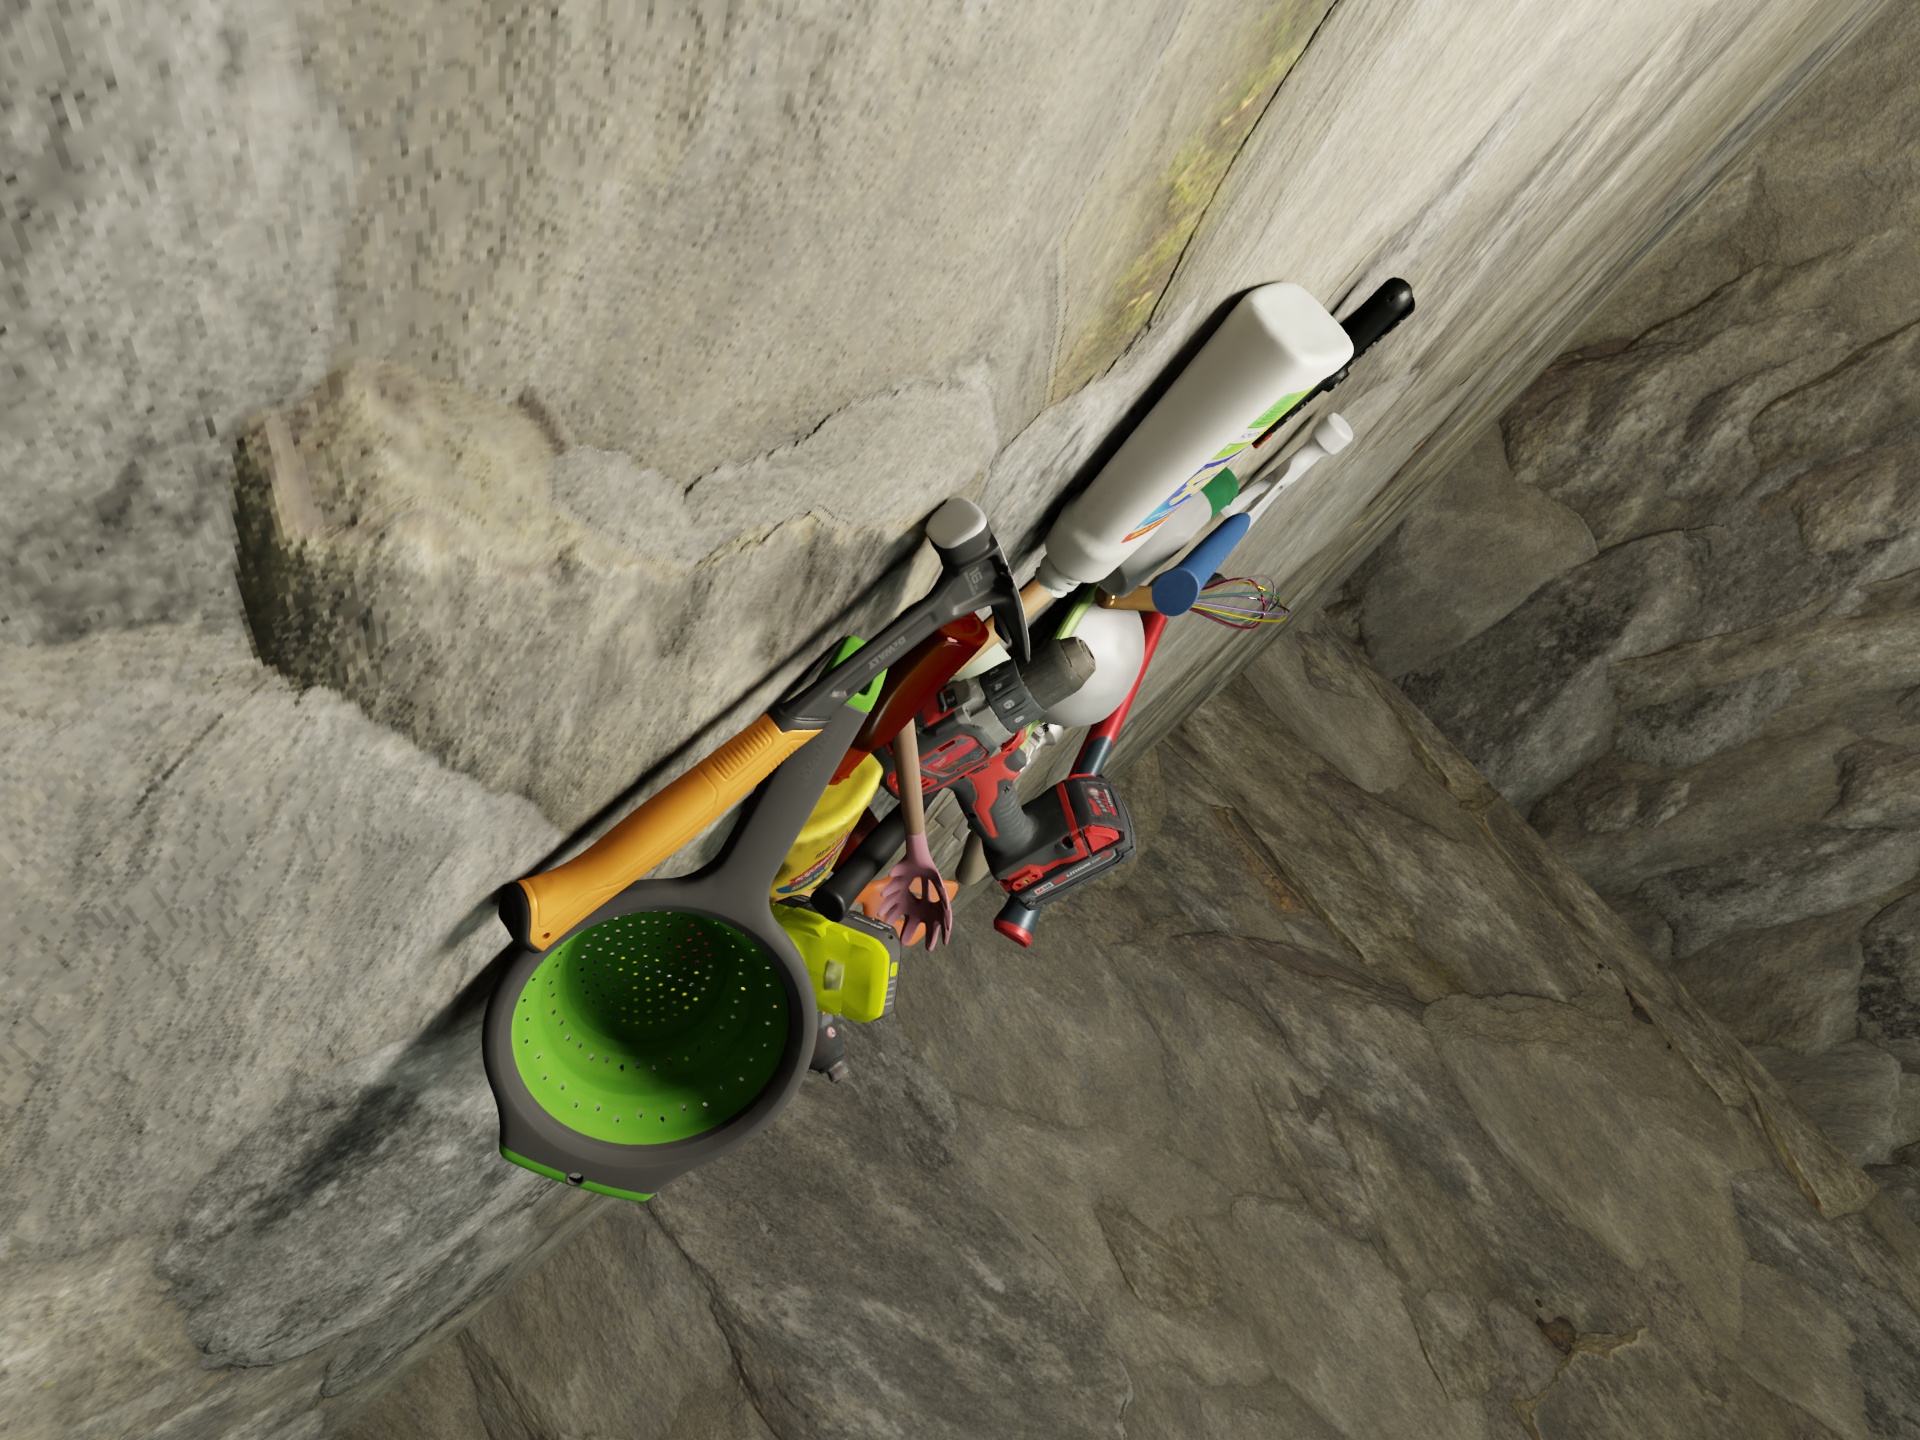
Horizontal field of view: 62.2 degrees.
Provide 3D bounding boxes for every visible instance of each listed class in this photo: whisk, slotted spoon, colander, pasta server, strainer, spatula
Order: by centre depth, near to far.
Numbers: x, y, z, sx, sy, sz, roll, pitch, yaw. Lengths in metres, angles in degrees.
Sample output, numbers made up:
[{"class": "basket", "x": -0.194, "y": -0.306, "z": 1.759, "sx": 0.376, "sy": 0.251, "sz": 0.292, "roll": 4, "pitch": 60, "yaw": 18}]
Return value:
[{"class": "colander", "x": -0.159, "y": 0.111, "z": 1.005, "sx": 0.397, "sy": 0.204, "sz": 0.095, "roll": -60, "pitch": -158, "yaw": 11}, {"class": "pasta server", "x": -0.038, "y": 0.070, "z": 1.181, "sx": 0.316, "sy": 0.060, "sz": 0.040, "roll": 86, "pitch": 19, "yaw": -50}, {"class": "slotted spoon", "x": 0.099, "y": -0.130, "z": 1.186, "sx": 0.314, "sy": 0.031, "sz": 0.070, "roll": -40, "pitch": 171, "yaw": 0}, {"class": "strainer", "x": 0.093, "y": -0.004, "z": 1.370, "sx": 0.256, "sy": 0.069, "sz": 0.151, "roll": -60, "pitch": 168, "yaw": -12}, {"class": "whisk", "x": 0.202, "y": -0.105, "z": 1.381, "sx": 0.244, "sy": 0.047, "sz": 0.051, "roll": -1, "pitch": 165, "yaw": -42}, {"class": "spatula", "x": -0.112, "y": 0.162, "z": 1.392, "sx": 0.081, "sy": 0.041, "sz": 0.322, "roll": -53, "pitch": 154, "yaw": 15}]

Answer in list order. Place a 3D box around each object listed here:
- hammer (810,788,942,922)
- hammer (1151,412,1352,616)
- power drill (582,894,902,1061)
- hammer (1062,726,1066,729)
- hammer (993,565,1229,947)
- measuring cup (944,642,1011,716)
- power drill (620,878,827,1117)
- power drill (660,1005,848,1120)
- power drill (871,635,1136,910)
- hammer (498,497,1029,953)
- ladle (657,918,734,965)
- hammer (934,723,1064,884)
[{"class": "hammer", "x": -0.032, "y": 0.064, "z": 1.343, "sx": 0.146, "sy": 0.035, "sz": 0.335, "roll": -50, "pitch": 179, "yaw": 38}, {"class": "hammer", "x": 0.241, "y": -0.169, "z": 1.383, "sx": 0.144, "sy": 0.035, "sz": 0.405, "roll": -42, "pitch": -179, "yaw": 33}, {"class": "power drill", "x": -0.147, "y": 0.203, "z": 1.193, "sx": 0.223, "sy": 0.171, "sz": 0.080, "roll": -13, "pitch": 114, "yaw": -59}, {"class": "hammer", "x": 0.073, "y": 0.006, "z": 1.678, "sx": 0.128, "sy": 0.033, "sz": 0.331, "roll": -52, "pitch": 170, "yaw": 13}, {"class": "hammer", "x": 0.129, "y": 0.025, "z": 1.433, "sx": 0.143, "sy": 0.038, "sz": 0.386, "roll": -22, "pitch": -142, "yaw": 61}, {"class": "measuring cup", "x": -0.002, "y": -0.004, "z": 1.307, "sx": 0.083, "sy": 0.038, "sz": 0.167, "roll": -36, "pitch": 170, "yaw": -33}, {"class": "power drill", "x": -0.199, "y": 0.263, "z": 1.452, "sx": 0.228, "sy": 0.080, "sz": 0.190, "roll": -33, "pitch": 142, "yaw": -40}, {"class": "power drill", "x": -0.213, "y": 0.325, "z": 1.581, "sx": 0.084, "sy": 0.164, "sz": 0.226, "roll": -43, "pitch": 171, "yaw": 35}, {"class": "power drill", "x": 0.056, "y": 0.038, "z": 1.248, "sx": 0.188, "sy": 0.080, "sz": 0.226, "roll": -30, "pitch": 133, "yaw": 14}, {"class": "hammer", "x": -0.106, "y": 0.017, "z": 0.880, "sx": 0.337, "sy": 0.034, "sz": 0.127, "roll": -38, "pitch": 145, "yaw": -8}, {"class": "ladle", "x": -0.155, "y": 0.193, "z": 1.368, "sx": 0.315, "sy": 0.031, "sz": 0.069, "roll": 13, "pitch": 112, "yaw": -58}, {"class": "hammer", "x": 0.020, "y": 0.113, "z": 1.630, "sx": 0.146, "sy": 0.038, "sz": 0.410, "roll": -46, "pitch": 170, "yaw": -18}]
